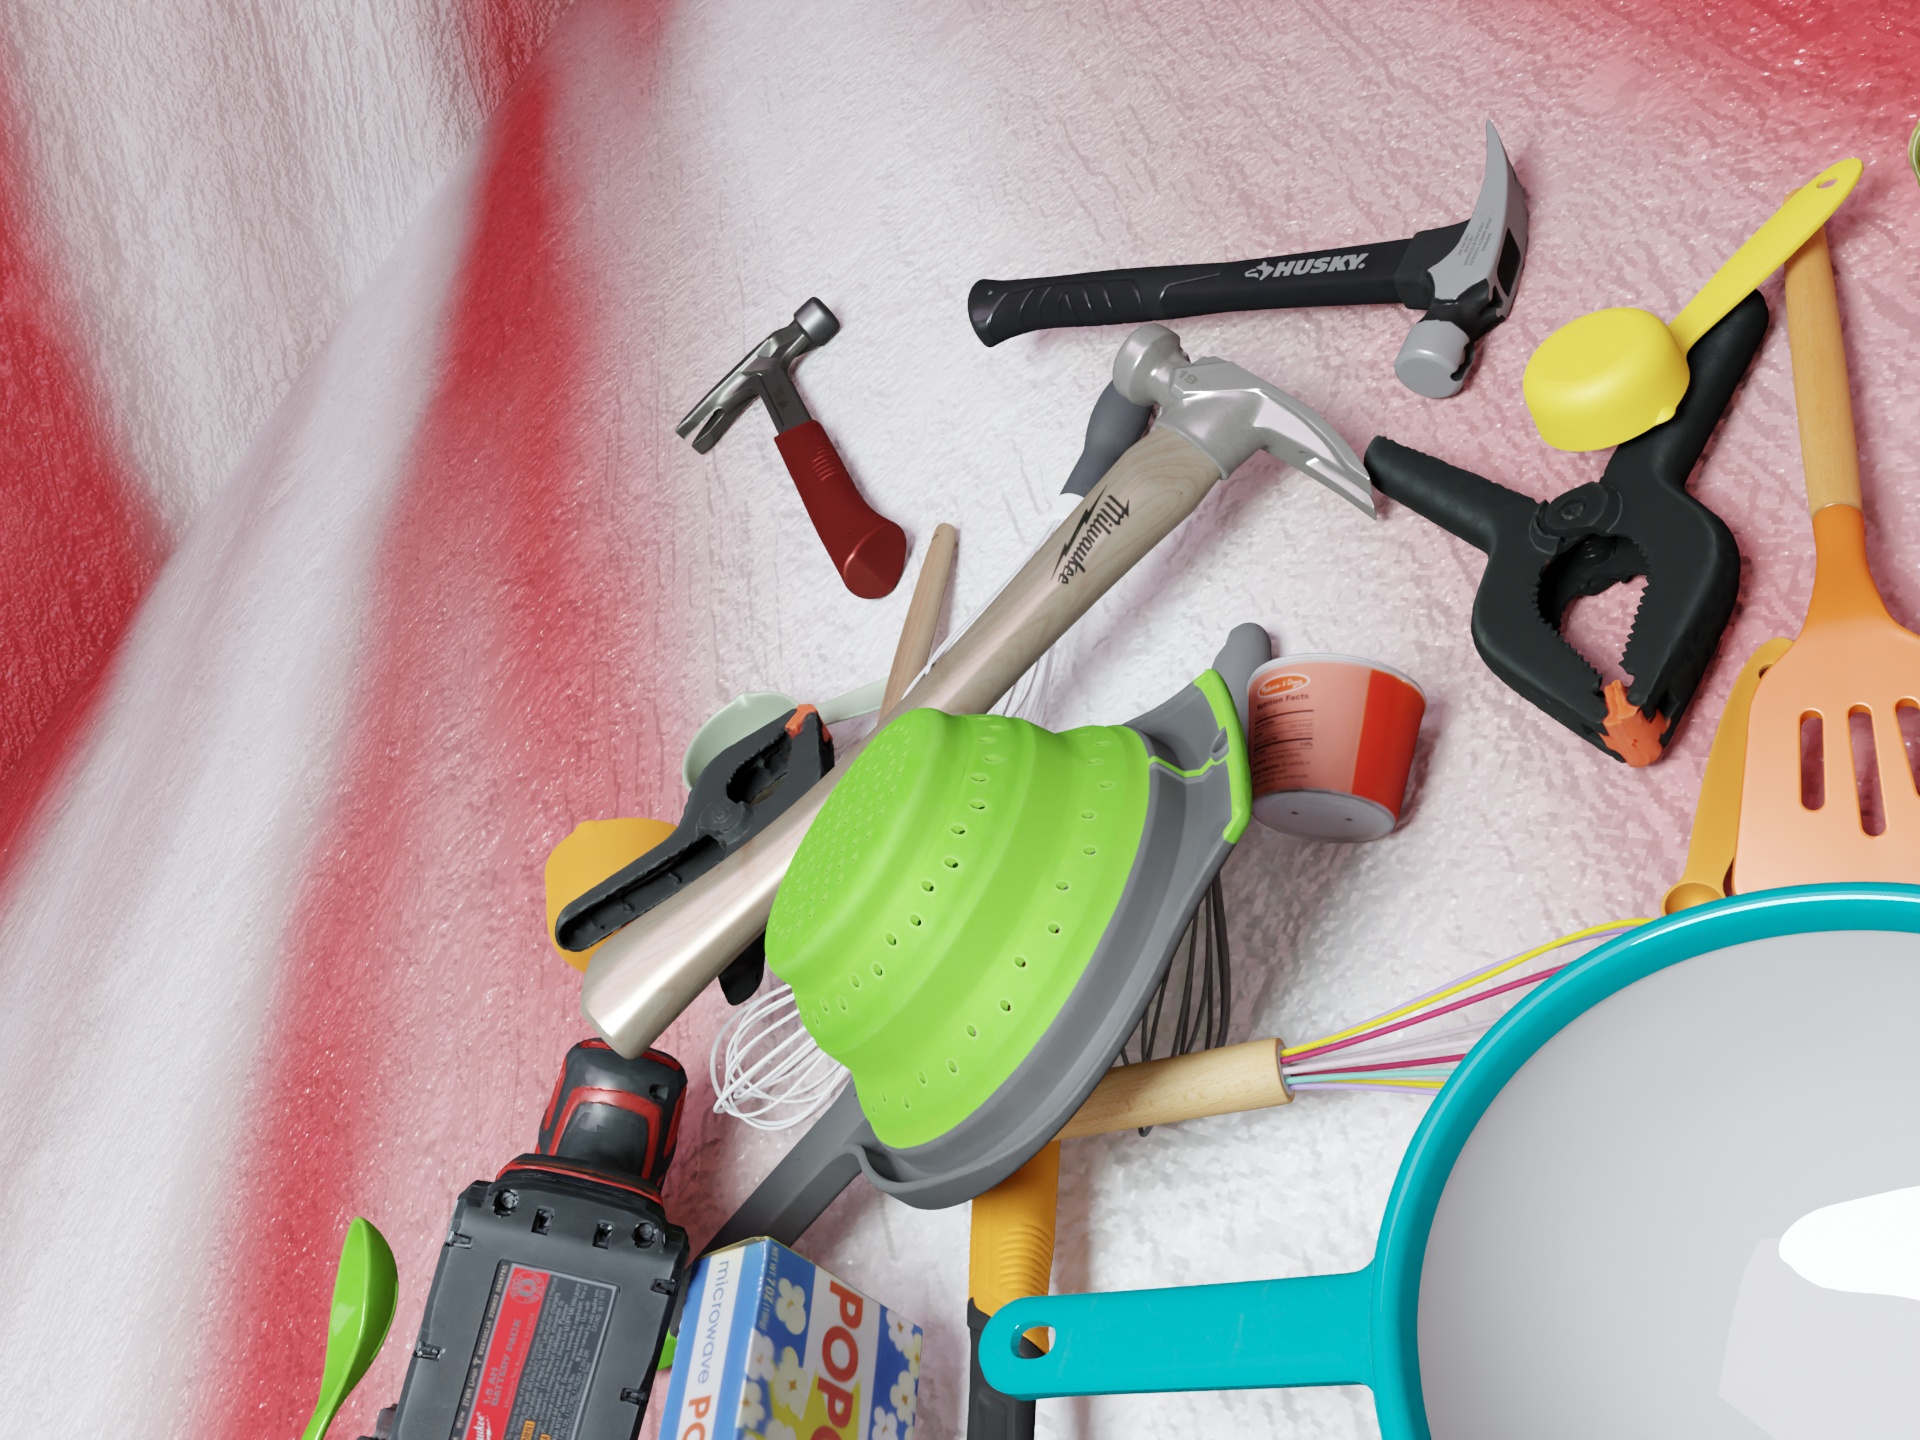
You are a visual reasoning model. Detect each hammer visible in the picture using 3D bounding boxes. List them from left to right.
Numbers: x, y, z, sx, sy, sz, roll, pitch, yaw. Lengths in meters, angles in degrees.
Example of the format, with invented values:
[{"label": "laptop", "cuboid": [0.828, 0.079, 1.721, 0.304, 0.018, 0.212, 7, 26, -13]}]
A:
[{"label": "hammer", "cuboid": [-0.109, -0.172, 1.070, 0.149, 0.036, 0.359, -42, 35, 11]}, {"label": "hammer", "cuboid": [-0.001, -0.002, 0.701, 0.410, 0.038, 0.146, -45, 57, -6]}, {"label": "hammer", "cuboid": [0.023, 0.189, 0.551, 0.127, 0.034, 0.337, -28, 32, 23]}, {"label": "hammer", "cuboid": [0.132, -0.231, 0.835, 0.335, 0.035, 0.146, 9, 64, 44]}]

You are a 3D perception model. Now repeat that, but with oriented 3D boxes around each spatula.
[{"label": "spatula", "cuboid": [-0.035, -0.001, 0.811, 0.060, 0.018, 0.316, -27, 33, 33]}, {"label": "spatula", "cuboid": [0.301, -0.080, 0.549, 0.081, 0.041, 0.323, -10, 46, 32]}]

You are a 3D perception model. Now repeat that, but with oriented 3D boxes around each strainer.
[{"label": "strainer", "cuboid": [0.162, 0.167, 0.406, 0.340, 0.095, 0.211, -19, 43, 35]}]

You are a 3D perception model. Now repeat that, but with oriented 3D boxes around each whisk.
[{"label": "whisk", "cuboid": [-0.018, 0.100, 0.714, 0.246, 0.059, 0.058, -40, 75, 7]}, {"label": "whisk", "cuboid": [0.045, -0.077, 0.804, 0.070, 0.070, 0.285, -5, 49, 45]}, {"label": "whisk", "cuboid": [0.096, 0.053, 0.635, 0.055, 0.055, 0.239, -14, 43, 40]}, {"label": "whisk", "cuboid": [0.126, 0.106, 0.516, 0.245, 0.047, 0.051, -16, 37, 22]}]

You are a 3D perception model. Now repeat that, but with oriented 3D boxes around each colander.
[{"label": "colander", "cuboid": [-0.053, 0.120, 0.611, 0.397, 0.094, 0.205, -51, 16, 24]}]

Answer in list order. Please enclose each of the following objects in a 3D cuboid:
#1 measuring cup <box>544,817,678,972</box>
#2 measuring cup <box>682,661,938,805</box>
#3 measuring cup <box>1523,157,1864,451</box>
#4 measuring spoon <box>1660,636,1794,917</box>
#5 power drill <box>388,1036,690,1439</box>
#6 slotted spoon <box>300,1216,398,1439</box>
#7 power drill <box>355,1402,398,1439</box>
[{"label": "measuring cup", "cuboid": [-0.137, 0.085, 0.838, 0.173, 0.095, 0.052, -20, 47, 9]}, {"label": "measuring cup", "cuboid": [-0.070, 0.009, 0.870, 0.167, 0.038, 0.083, -20, 44, 11]}, {"label": "measuring cup", "cuboid": [0.277, -0.165, 0.599, 0.156, 0.029, 0.062, -44, 32, 1]}, {"label": "measuring spoon", "cuboid": [0.254, 0.021, 0.520, 0.021, 0.011, 0.117, 11, 62, 39]}, {"label": "power drill", "cuboid": [-0.161, 0.237, 0.630, 0.227, 0.080, 0.188, 180, 106, -82]}, {"label": "slotted spoon", "cuboid": [-0.288, 0.361, 0.647, 0.070, 0.031, 0.314, -42, 30, 47]}, {"label": "power drill", "cuboid": [-0.229, 0.370, 0.648, 0.226, 0.084, 0.164, -21, 43, 46]}]
